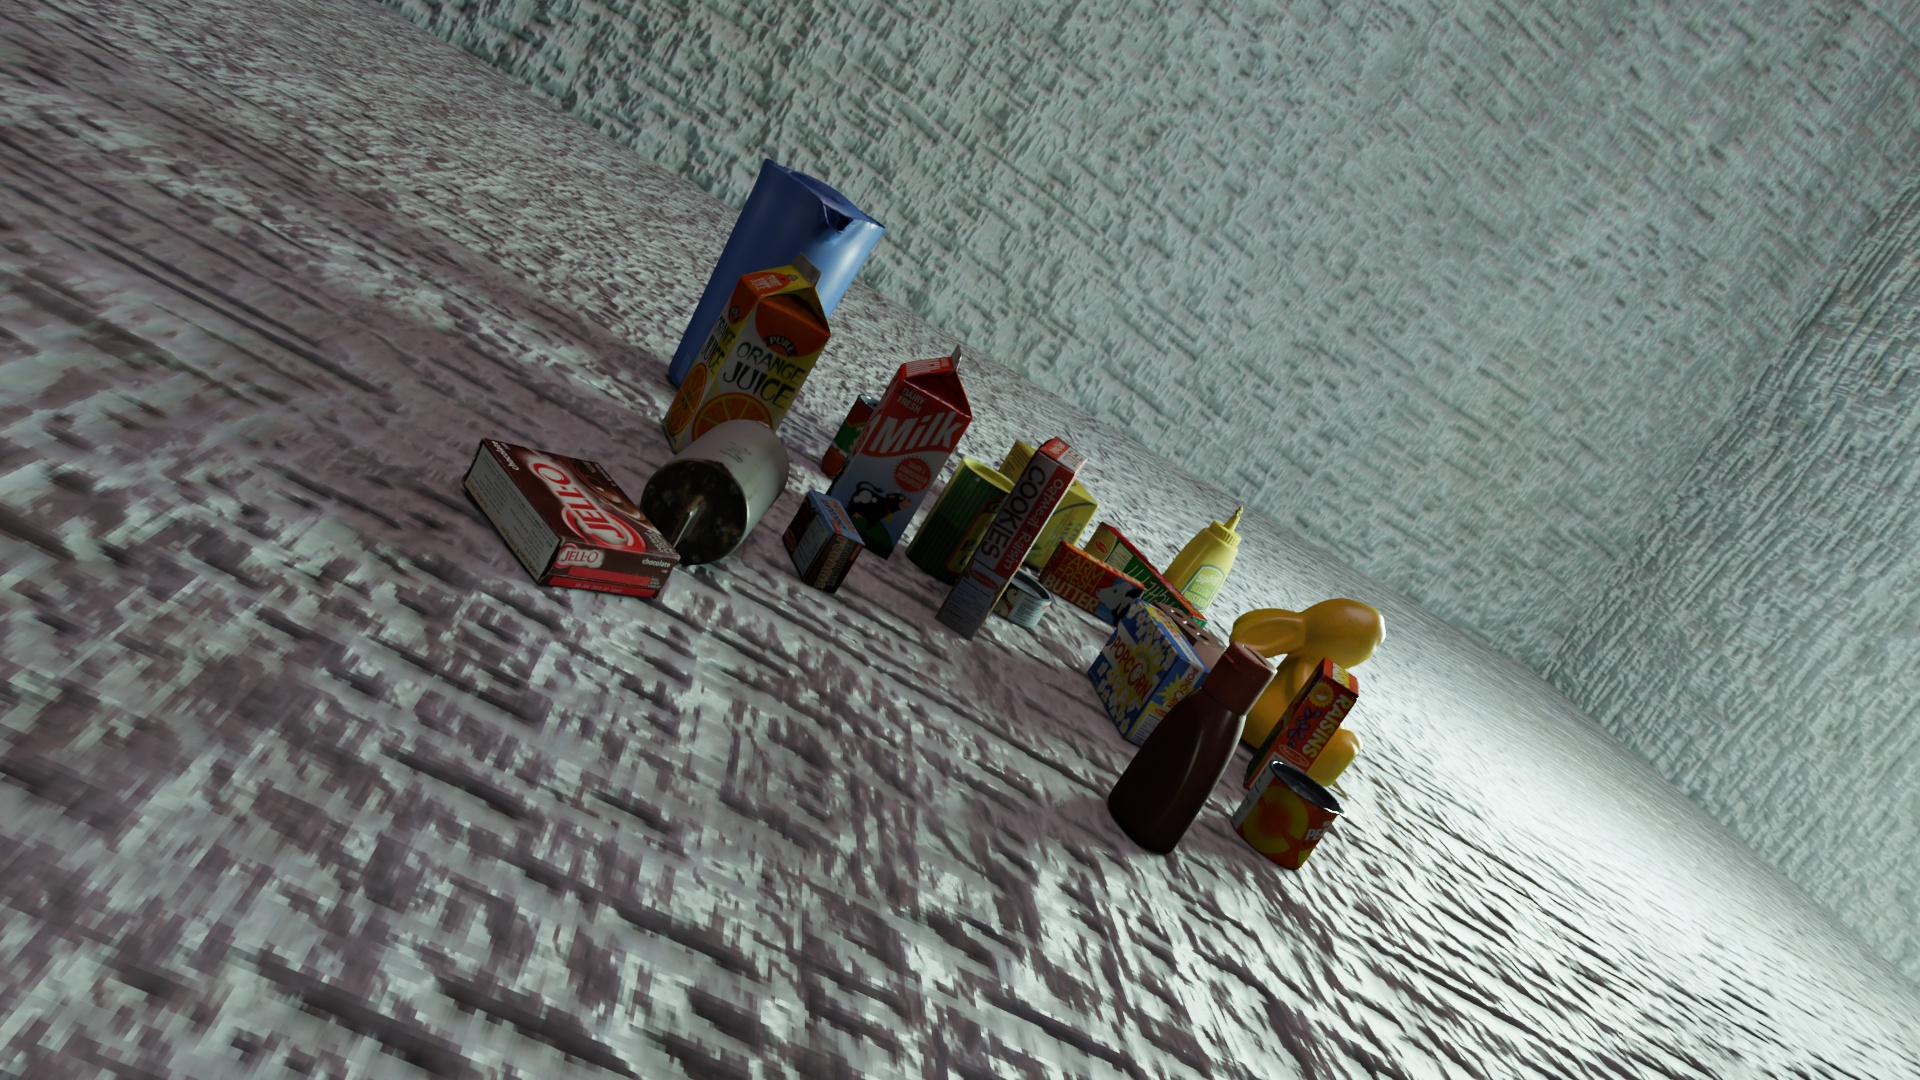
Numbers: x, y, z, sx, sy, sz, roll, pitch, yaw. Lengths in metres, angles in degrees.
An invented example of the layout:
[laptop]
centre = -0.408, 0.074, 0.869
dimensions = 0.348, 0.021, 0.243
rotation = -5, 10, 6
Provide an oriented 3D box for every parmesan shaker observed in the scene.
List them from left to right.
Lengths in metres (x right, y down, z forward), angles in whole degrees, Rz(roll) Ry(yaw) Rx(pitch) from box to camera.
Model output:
[parmesan shaker]
centre = 0.005, -0.016, 1.279
dimensions = 0.071, 0.103, 0.071
rotation = 30, 12, -7

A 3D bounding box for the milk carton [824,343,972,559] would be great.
[milk carton]
centre = -0.048, -0.087, 1.228
dimensions = 0.073, 0.190, 0.072
rotation = 29, 12, -11

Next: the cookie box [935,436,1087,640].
[cookie box]
centre = 0.045, -0.006, 1.188
dimensions = 0.040, 0.167, 0.123
rotation = 32, 12, 3

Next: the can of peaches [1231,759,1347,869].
[can of peaches]
centre = 0.256, 0.216, 1.088
dimensions = 0.071, 0.058, 0.071
rotation = 30, 13, -7

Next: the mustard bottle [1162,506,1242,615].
[mustard bottle]
centre = 0.287, 0.027, 1.640
dimensions = 0.065, 0.160, 0.049
rotation = 24, 14, -31

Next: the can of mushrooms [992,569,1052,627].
[can of mushrooms]
centre = 0.048, 0.049, 1.292
dimensions = 0.071, 0.033, 0.071
rotation = 30, 13, -7

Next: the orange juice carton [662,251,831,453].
[orange juice carton]
centre = -0.175, -0.154, 1.184
dimensions = 0.073, 0.192, 0.072
rotation = 25, 14, -30

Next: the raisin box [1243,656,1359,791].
[raisin box]
centre = 0.301, 0.169, 1.223
dimensions = 0.040, 0.123, 0.086
rotation = 34, 13, 10

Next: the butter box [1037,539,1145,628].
[butter box]
centre = 0.138, 0.046, 1.467
dimensions = 0.103, 0.053, 0.024
rotation = 29, 12, -11

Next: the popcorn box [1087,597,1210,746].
[popcorn box]
centre = 0.159, 0.114, 1.187
dimensions = 0.038, 0.085, 0.127
rotation = 28, 13, -18

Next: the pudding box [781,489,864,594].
[pudding box]
centre = -0.108, 0.000, 1.081
dimensions = 0.030, 0.049, 0.084
rotation = 25, 14, -29

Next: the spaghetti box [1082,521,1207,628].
[spaghetti box]
centre = 0.210, 0.052, 1.616
dimensions = 0.028, 0.050, 0.251
rotation = 25, 14, -28

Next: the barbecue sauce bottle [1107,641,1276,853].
[barbecue sauce bottle]
centre = 0.160, 0.139, 0.953
dimensions = 0.043, 0.148, 0.065
rotation = 25, 14, -28

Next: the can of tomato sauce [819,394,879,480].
[can of tomato sauce]
centre = -0.093, -0.094, 1.391
dimensions = 0.071, 0.083, 0.071
rotation = 30, 12, -7

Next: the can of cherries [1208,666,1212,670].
[can of cherries]
centre = 0.203, 0.142, 1.244
dimensions = 0.071, 0.058, 0.072
rotation = 30, 13, -7
